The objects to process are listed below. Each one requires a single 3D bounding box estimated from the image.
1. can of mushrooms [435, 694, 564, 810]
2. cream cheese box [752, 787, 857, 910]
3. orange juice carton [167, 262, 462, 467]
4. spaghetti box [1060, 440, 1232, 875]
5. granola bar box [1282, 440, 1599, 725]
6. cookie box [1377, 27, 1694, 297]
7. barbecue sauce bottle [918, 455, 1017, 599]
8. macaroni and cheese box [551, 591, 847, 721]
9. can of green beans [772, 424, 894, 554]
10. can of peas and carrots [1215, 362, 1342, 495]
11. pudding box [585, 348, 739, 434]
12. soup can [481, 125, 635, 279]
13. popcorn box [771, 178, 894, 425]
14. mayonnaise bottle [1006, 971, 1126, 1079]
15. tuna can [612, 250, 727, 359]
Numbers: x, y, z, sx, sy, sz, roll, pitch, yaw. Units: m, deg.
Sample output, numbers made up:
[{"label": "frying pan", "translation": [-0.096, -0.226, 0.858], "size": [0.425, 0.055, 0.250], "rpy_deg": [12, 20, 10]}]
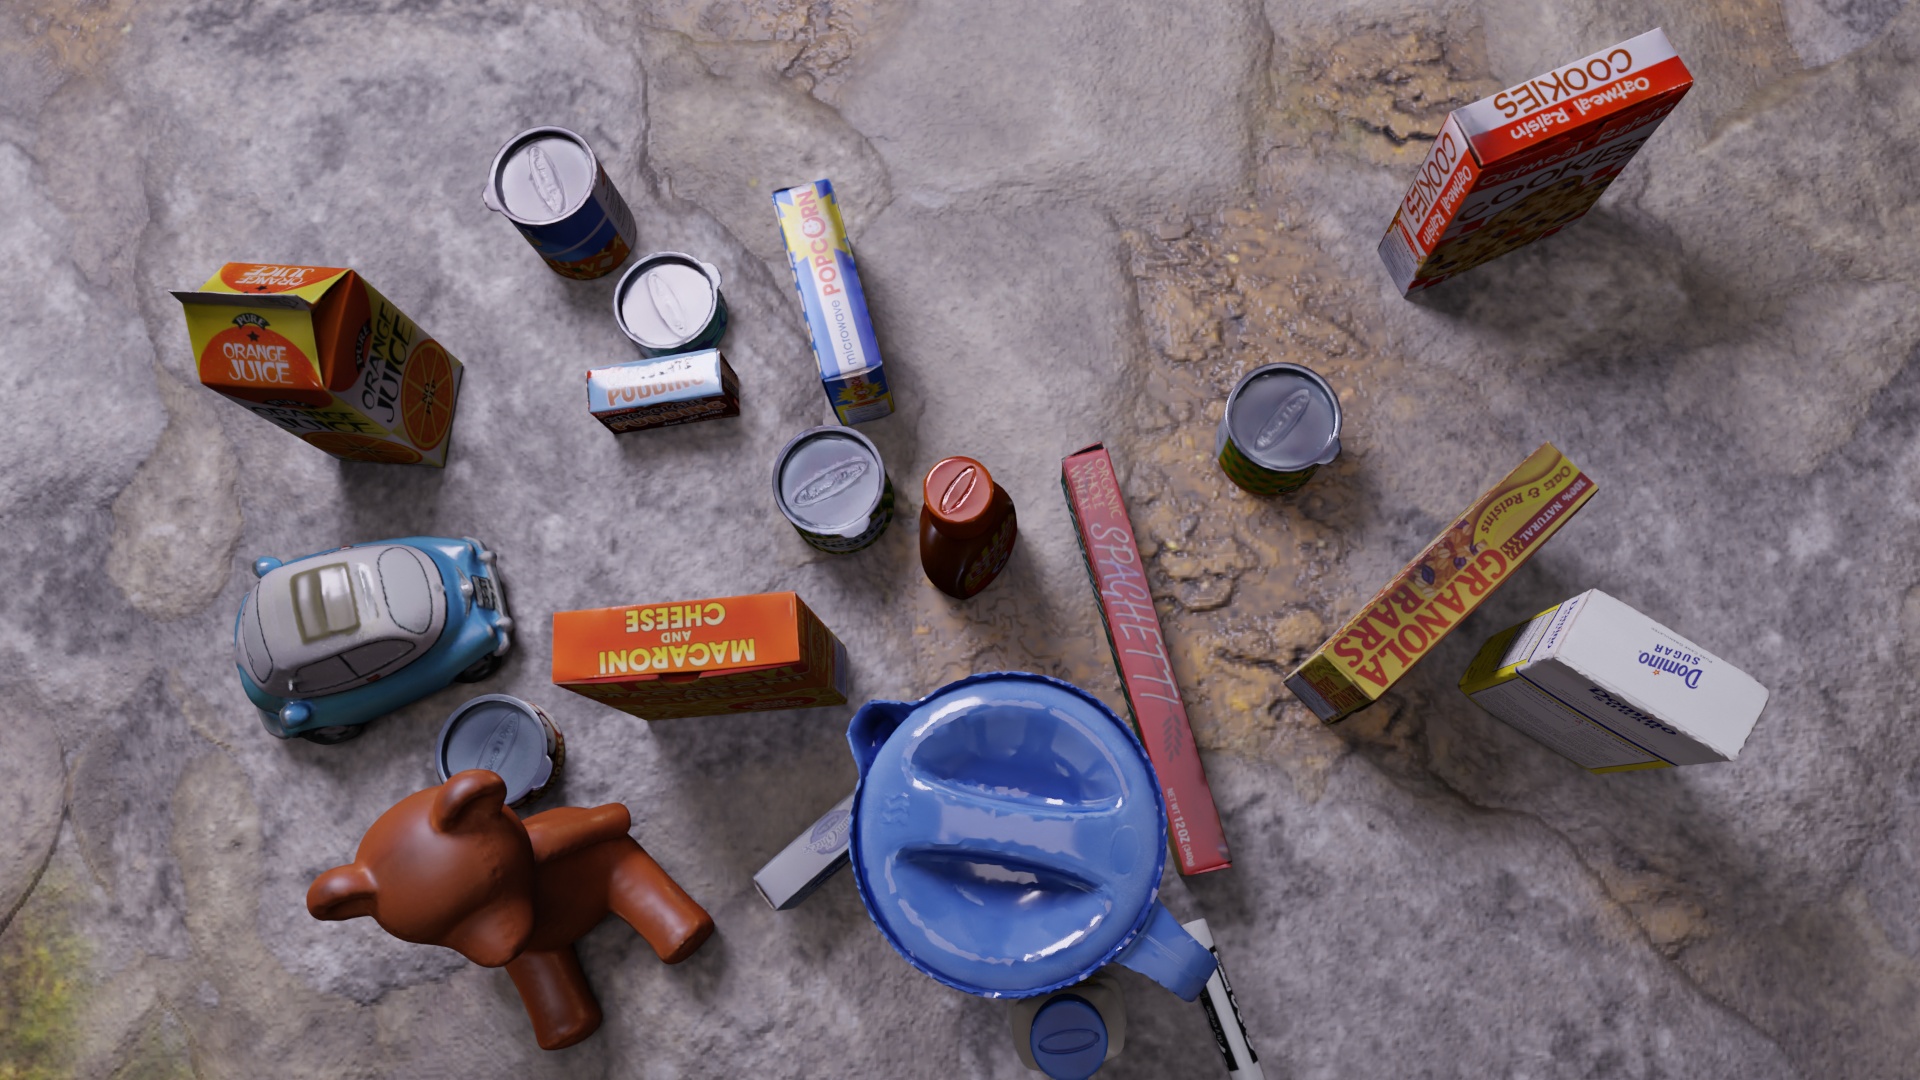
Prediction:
[{"label": "can of mushrooms", "translation": [-0.267, 0.126, 0.814], "size": [0.071, 0.033, 0.071], "rpy_deg": [-1, 76, 3]}, {"label": "cream cheese box", "translation": [-0.066, 0.165, 0.783], "size": [0.104, 0.053, 0.024], "rpy_deg": [-40, 78, -6]}, {"label": "orange juice carton", "translation": [-0.362, -0.103, 0.794], "size": [0.072, 0.192, 0.073], "rpy_deg": [4, 77, 5]}, {"label": "spaghetti box", "translation": [0.104, 0.067, 0.798], "size": [0.029, 0.050, 0.250], "rpy_deg": [-15, 76, 0]}, {"label": "granola bar box", "translation": [0.258, 0.029, 0.760], "size": [0.166, 0.124, 0.039], "rpy_deg": [-42, 78, -7]}, {"label": "cookie box", "translation": [0.320, -0.209, 0.793], "size": [0.123, 0.167, 0.040], "rpy_deg": [-23, 77, -2]}, {"label": "barbecue sauce bottle", "translation": [0.003, -0.010, 0.772], "size": [0.044, 0.148, 0.065], "rpy_deg": [34, 81, 10]}, {"label": "macaroni and cheese box", "translation": [-0.133, 0.067, 0.752], "size": [0.124, 0.166, 0.040], "rpy_deg": [-5, 77, 2]}, {"label": "can of green beans", "translation": [-0.074, -0.029, 0.828], "size": [0.071, 0.057, 0.071], "rpy_deg": [-1, 77, 3]}, {"label": "can of peas and carrots", "translation": [0.189, -0.063, 0.821], "size": [0.071, 0.058, 0.071], "rpy_deg": [-1, 77, 3]}, {"label": "pudding box", "translation": [-0.182, -0.091, 0.854], "size": [0.084, 0.049, 0.030], "rpy_deg": [-8, 76, 1]}, {"label": "soup can", "translation": [-0.249, -0.208, 0.869], "size": [0.071, 0.083, 0.071], "rpy_deg": [-1, 77, 3]}, {"label": "popcorn box", "translation": [-0.076, -0.142, 0.842], "size": [0.038, 0.085, 0.127], "rpy_deg": [-16, 76, 0]}, {"label": "mayonnaise bottle", "translation": [0.055, 0.246, 0.707], "size": [0.065, 0.148, 0.041], "rpy_deg": [-10, 77, 1]}, {"label": "tuna can", "translation": [-0.180, -0.147, 0.876], "size": [0.071, 0.032, 0.071], "rpy_deg": [-1, 76, 3]}]
